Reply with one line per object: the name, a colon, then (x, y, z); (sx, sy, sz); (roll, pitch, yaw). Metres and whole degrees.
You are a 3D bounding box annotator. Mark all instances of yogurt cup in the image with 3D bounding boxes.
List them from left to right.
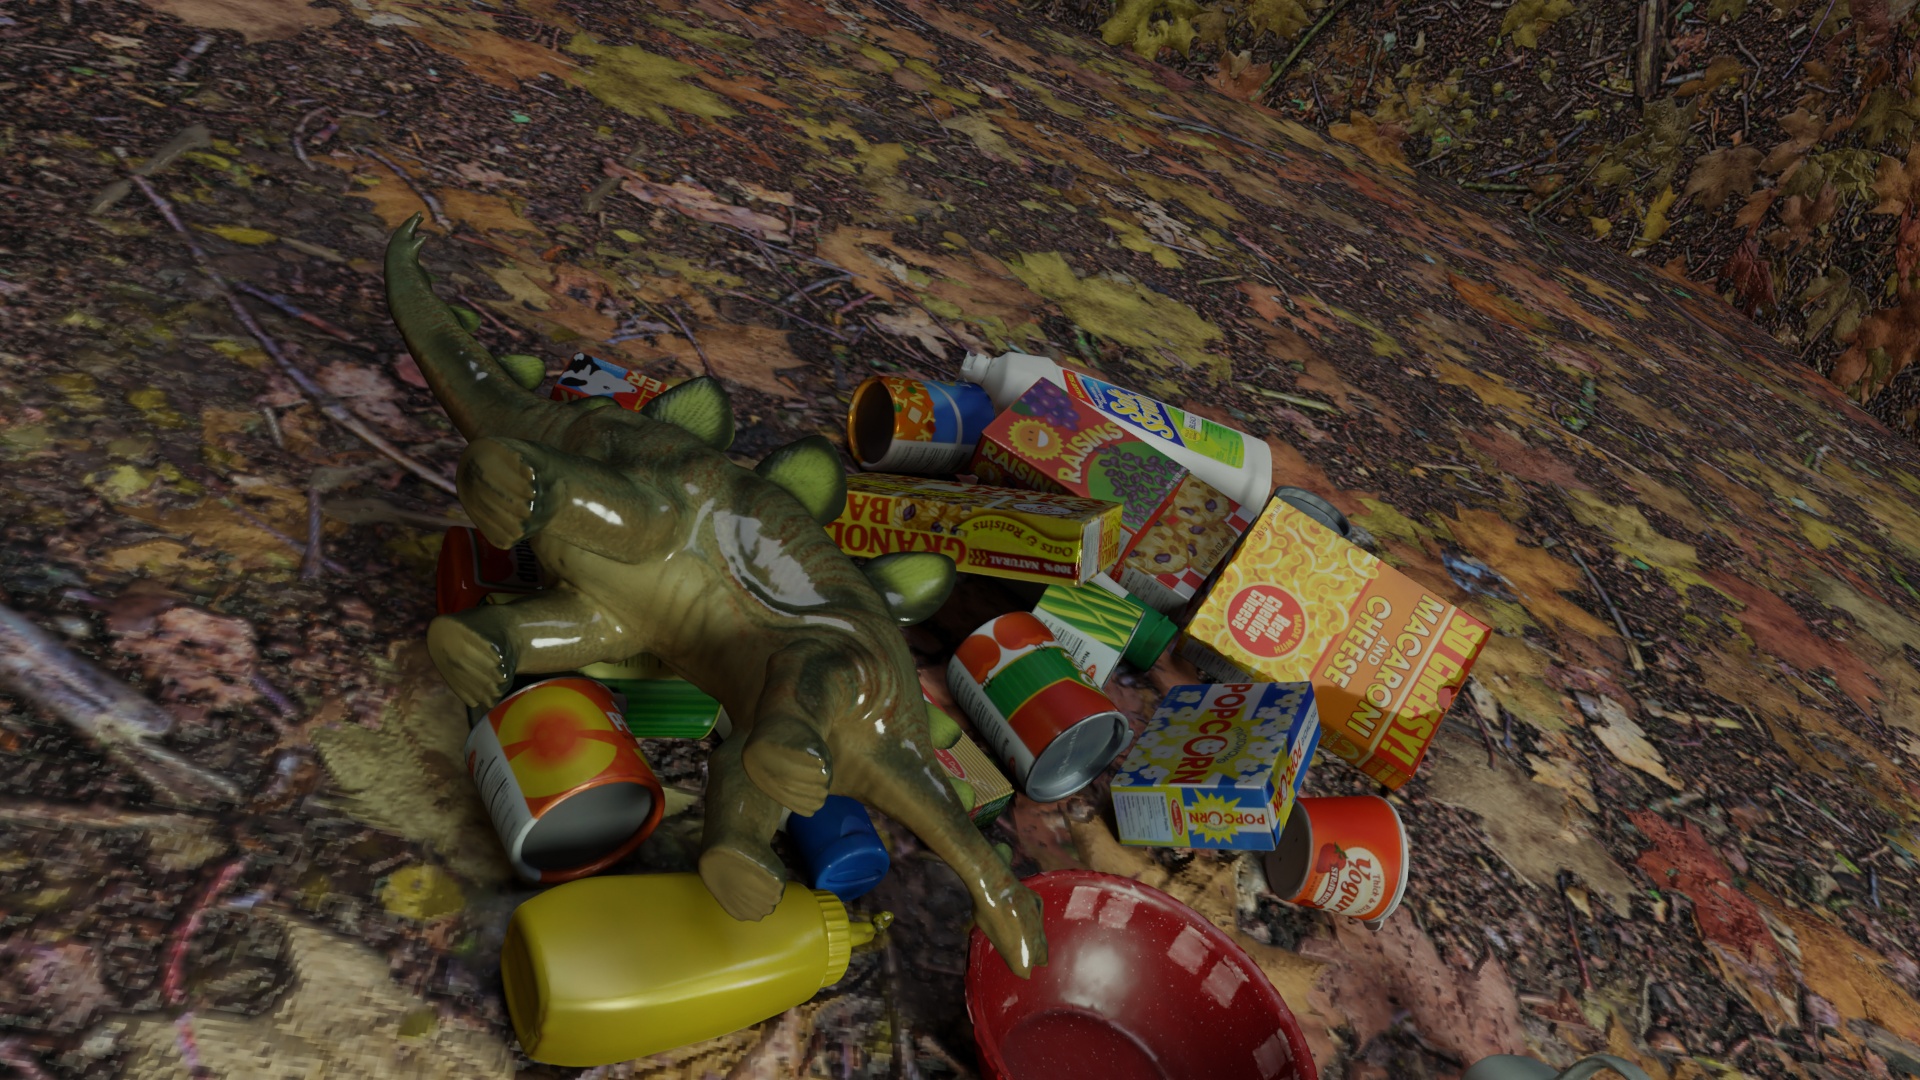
yogurt cup: (0.201, 0.169, 0.751); (0.054, 0.072, 0.073); (9, 33, -13)

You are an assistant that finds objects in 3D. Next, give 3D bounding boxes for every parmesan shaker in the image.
parmesan shaker: (-0.169, 0.057, 0.641); (0.103, 0.071, 0.071); (5, 36, -31)

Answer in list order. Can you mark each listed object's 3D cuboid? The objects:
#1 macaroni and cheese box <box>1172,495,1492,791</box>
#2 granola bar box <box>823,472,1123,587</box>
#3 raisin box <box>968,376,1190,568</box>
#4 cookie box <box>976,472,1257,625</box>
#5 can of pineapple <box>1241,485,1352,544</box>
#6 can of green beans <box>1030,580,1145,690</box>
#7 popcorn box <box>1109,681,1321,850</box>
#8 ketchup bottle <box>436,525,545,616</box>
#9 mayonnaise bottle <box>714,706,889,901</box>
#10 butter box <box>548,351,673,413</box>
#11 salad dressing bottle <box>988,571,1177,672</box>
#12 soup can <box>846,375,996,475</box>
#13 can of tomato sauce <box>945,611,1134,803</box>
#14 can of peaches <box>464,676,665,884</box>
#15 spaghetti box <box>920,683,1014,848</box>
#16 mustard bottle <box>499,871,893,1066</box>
macaroni and cheese box: (0.243, 0.065, 0.907); (0.166, 0.040, 0.124); (33, 67, 12)
granola bar box: (0.003, -0.010, 0.811); (0.165, 0.039, 0.124); (8, 8, 15)
raisin box: (0.079, -0.048, 0.934); (0.123, 0.039, 0.086); (34, 47, 11)
cookie box: (0.109, -0.023, 0.981); (0.167, 0.040, 0.123); (34, 43, 13)
can of pineapple: (0.256, 0.001, 1.062); (0.071, 0.057, 0.071); (19, 31, -12)
can of green beans: (0.069, 0.056, 0.823); (0.058, 0.071, 0.071); (30, 30, 7)
popcorn box: (0.143, 0.121, 0.765); (0.085, 0.038, 0.127); (-4, 18, 27)
ketchup bottle: (-0.182, 0.028, 0.699); (0.149, 0.043, 0.065); (8, 30, -30)
mayonnaise bottle: (-0.078, 0.103, 0.662); (0.065, 0.041, 0.148); (3, 37, -35)
butter box: (-0.202, -0.082, 0.874); (0.103, 0.024, 0.053); (20, 30, -10)
salad dressing bottle: (0.069, 0.028, 0.891); (0.148, 0.043, 0.064); (35, 25, 13)
soup can: (-0.028, -0.082, 0.963); (0.084, 0.071, 0.071); (1, 38, -36)
can of tomato sauce: (0.042, 0.088, 0.751); (0.071, 0.070, 0.083); (-3, 40, -40)
can of peaches: (-0.162, 0.099, 0.578); (0.071, 0.071, 0.058); (-3, 41, -40)
spaghetti box: (-0.068, 0.061, 0.748); (0.050, 0.028, 0.251); (-9, 45, -45)
mustard bottle: (-0.095, 0.163, 0.548); (0.160, 0.048, 0.065); (4, 37, -35)
